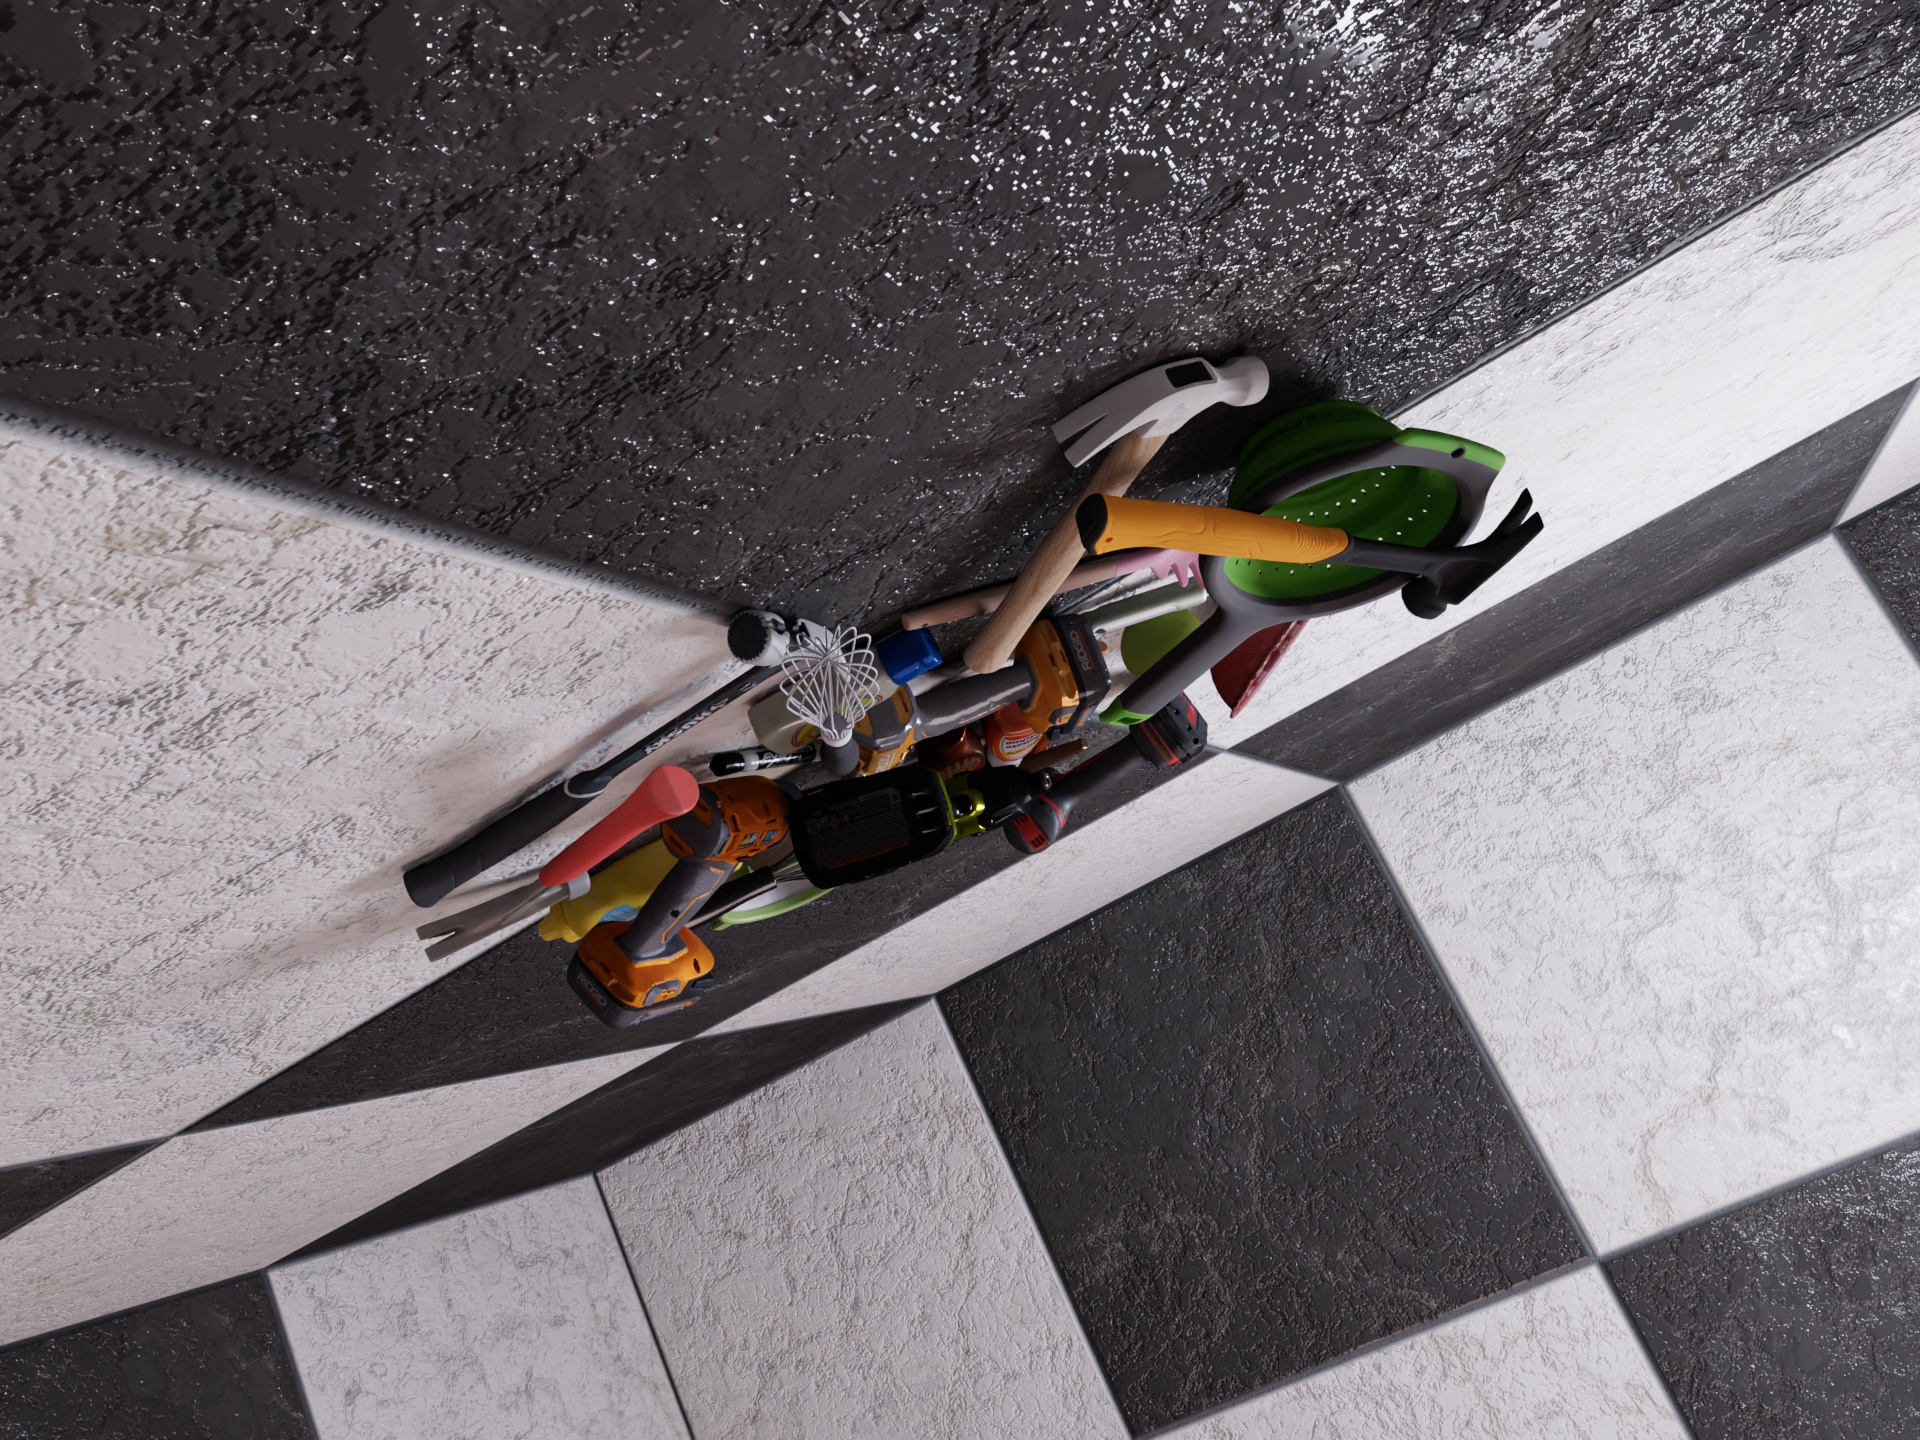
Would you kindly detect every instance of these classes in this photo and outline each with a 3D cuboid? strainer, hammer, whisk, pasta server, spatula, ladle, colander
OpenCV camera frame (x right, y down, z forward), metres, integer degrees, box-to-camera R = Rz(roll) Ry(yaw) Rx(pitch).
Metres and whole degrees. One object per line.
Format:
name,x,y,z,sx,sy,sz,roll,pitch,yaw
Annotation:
strainer,-0.134,0.123,1.584,0.256,0.069,0.151,-18,161,-26
hammer,0.231,-0.123,1.069,0.336,0.034,0.127,3,150,-26
whisk,-0.172,0.146,1.450,0.239,0.055,0.055,-23,165,-17
hammer,-0.256,0.037,1.158,0.409,0.036,0.149,-31,165,21
pasta server,0.098,-0.106,1.233,0.316,0.040,0.060,-16,157,-27
whisk,0.213,-0.115,1.372,0.246,0.059,0.057,-18,164,-10
spatula,0.015,0.081,1.678,0.317,0.044,0.082,-24,165,39
ladle,0.224,-0.068,1.539,0.078,0.062,0.320,-30,167,18
colander,0.221,-0.124,1.205,0.204,0.095,0.397,7,147,-33
hammer,-0.297,0.107,1.210,0.149,0.037,0.359,-24,176,-38
whisk,-0.089,-0.001,1.115,0.070,0.070,0.284,-23,167,-9
spatula,0.088,-0.004,1.604,0.081,0.041,0.322,-19,160,-23
hammer,0.076,-0.128,1.087,0.130,0.031,0.331,-14,157,-32

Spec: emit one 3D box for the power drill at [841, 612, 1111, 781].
power drill,-0.002,-0.004,1.348,0.226,0.084,0.185,-17,165,-14

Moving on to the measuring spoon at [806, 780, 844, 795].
measuring spoon,-0.140,0.069,1.510,0.117,0.011,0.021,-18,158,-39

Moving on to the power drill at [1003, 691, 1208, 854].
power drill,0.147,0.045,1.679,0.226,0.080,0.188,-36,-175,16

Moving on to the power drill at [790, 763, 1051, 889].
power drill,-0.031,0.079,1.351,0.171,0.080,0.223,-19,175,22

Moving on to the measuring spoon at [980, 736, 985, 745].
measuring spoon,-0.015,0.055,1.589,0.124,0.018,0.034,-36,158,-18

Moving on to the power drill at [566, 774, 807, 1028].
power drill,-0.215,0.141,1.325,0.226,0.084,0.164,-56,158,20
